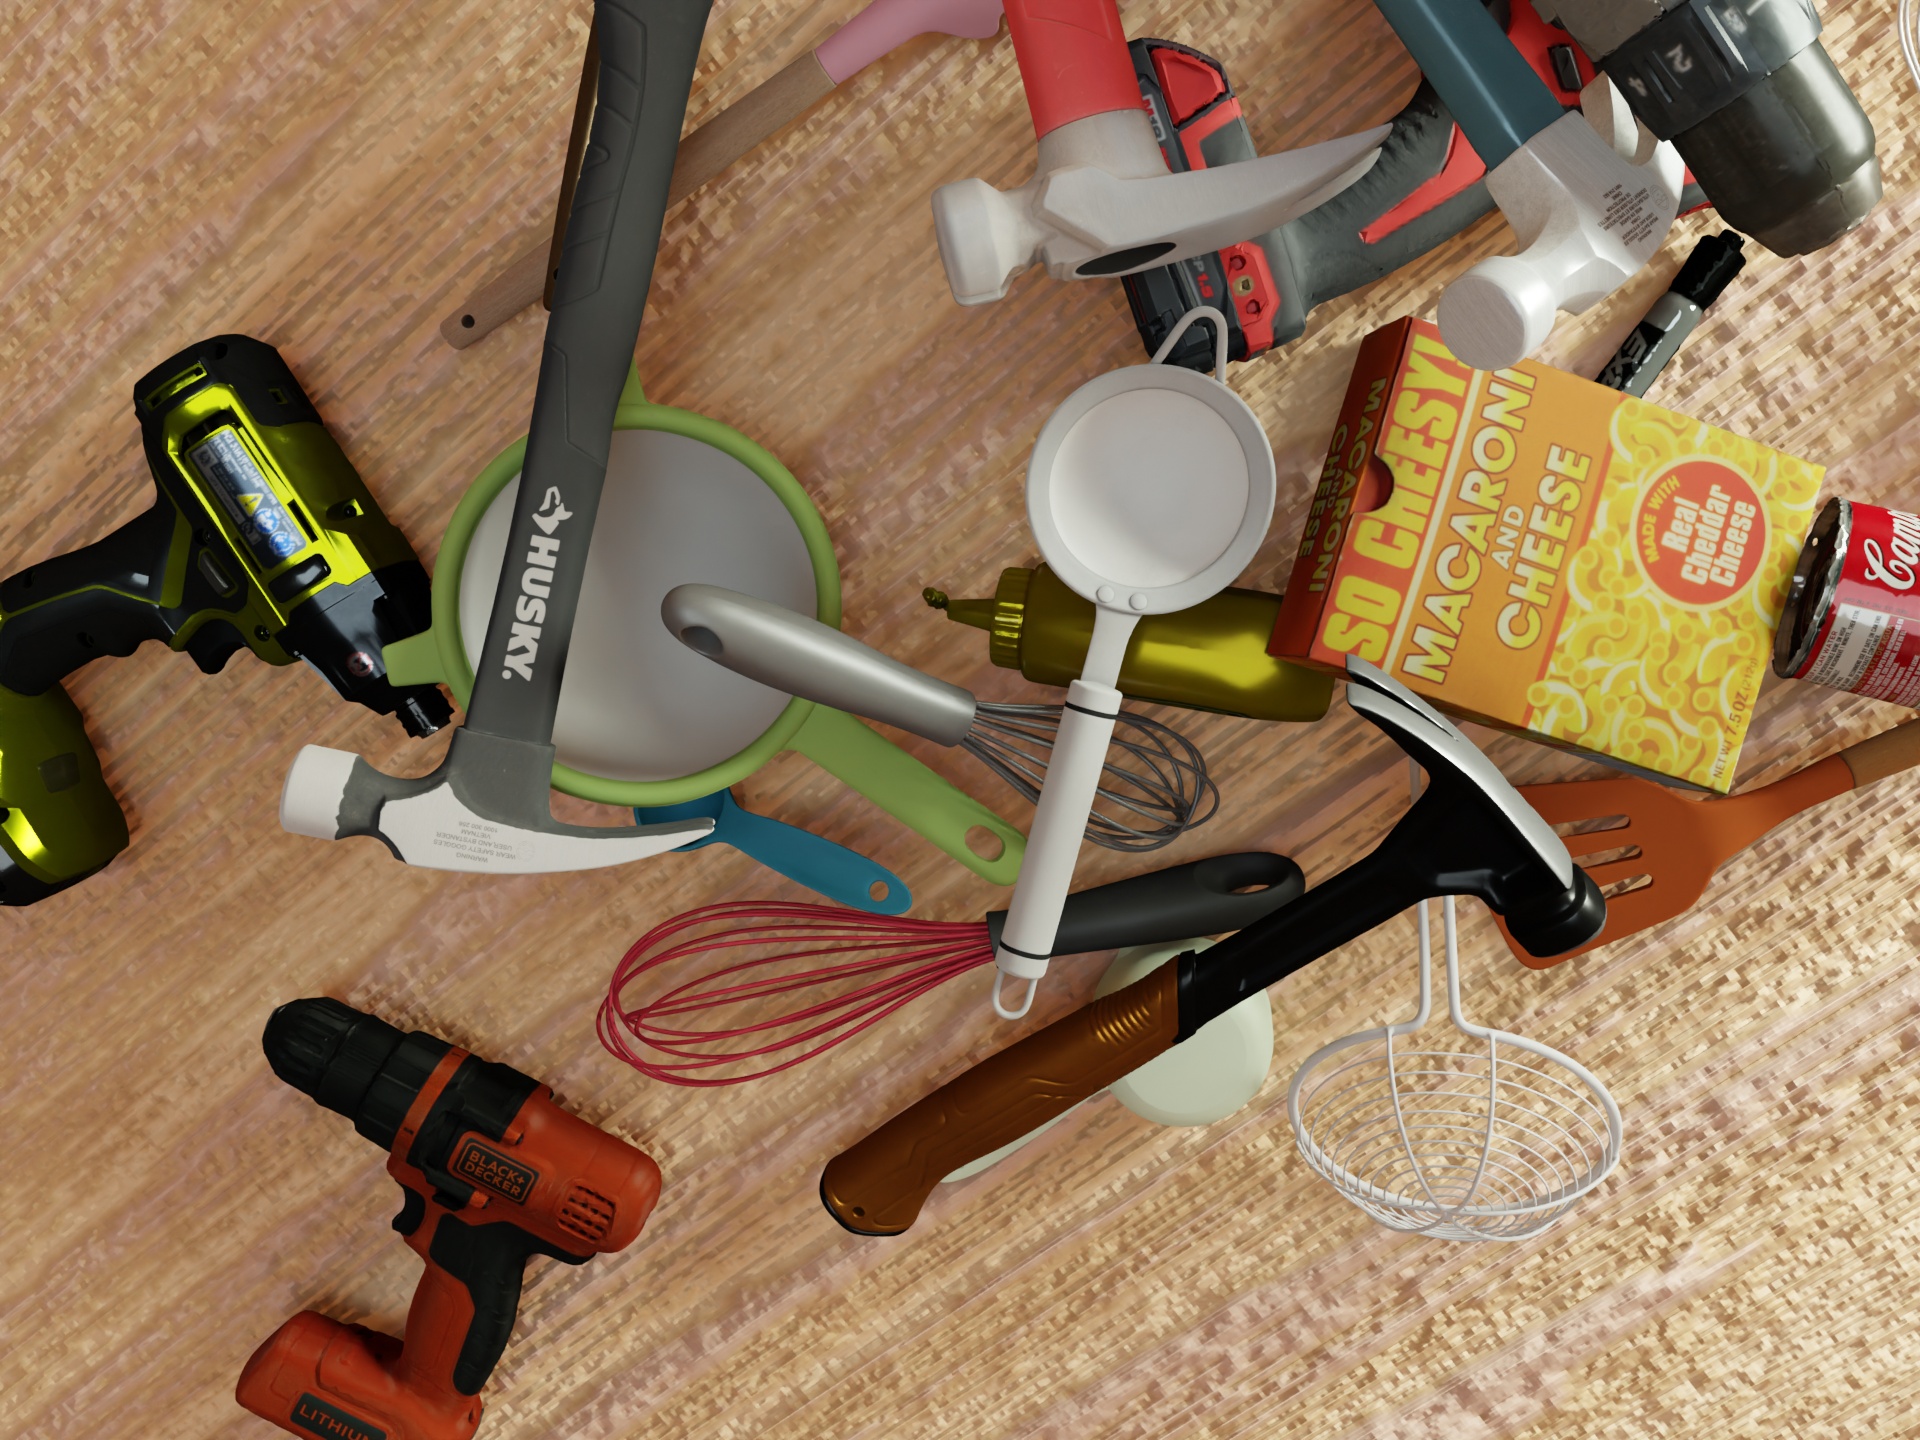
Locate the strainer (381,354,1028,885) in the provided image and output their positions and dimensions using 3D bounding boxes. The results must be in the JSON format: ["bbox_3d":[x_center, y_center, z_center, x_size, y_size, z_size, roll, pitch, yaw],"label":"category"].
[{"bbox_3d":[-0.081,-0.015,0.631,0.256,0.069,0.151,35,88,-11],"label":"strainer"}]

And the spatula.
[{"bbox_3d":[0.357,0.008,0.610,0.322,0.041,0.081,-23,97,6],"label":"spatula"}]

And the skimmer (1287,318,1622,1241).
[{"bbox_3d":[0.186,0.032,0.628,0.127,0.090,0.363,-3,92,21],"label":"skimmer"}]

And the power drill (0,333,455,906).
[{"bbox_3d":[-0.329,-0.026,0.649,0.223,0.080,0.171,-30,97,8],"label":"power drill"}]

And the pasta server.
[{"bbox_3d":[-0.071,-0.230,0.603,0.316,0.040,0.060,-30,98,15],"label":"pasta server"}]

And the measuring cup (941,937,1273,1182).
[{"bbox_3d":[0.054,0.155,0.663,0.167,0.038,0.083,-34,97,10],"label":"measuring cup"}]

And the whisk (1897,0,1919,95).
[{"bbox_3d":[0.370,-0.161,0.560,0.059,0.058,0.246,-19,105,-15],"label":"whisk"}]

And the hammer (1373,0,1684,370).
[{"bbox_3d":[0.102,-0.265,0.476,0.128,0.033,0.331,-36,90,-28],"label":"hammer"}]

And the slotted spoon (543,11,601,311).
[{"bbox_3d":[-0.116,-0.304,0.579,0.070,0.031,0.313,15,100,3],"label":"slotted spoon"}]

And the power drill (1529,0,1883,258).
[{"bbox_3d":[0.251,-0.260,0.475,0.227,0.080,0.188,-40,96,-23],"label":"power drill"}]

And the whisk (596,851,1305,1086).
[{"bbox_3d":[-0.006,0.093,0.648,0.296,0.073,0.073,-12,101,3],"label":"whisk"}]

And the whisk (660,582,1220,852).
[{"bbox_3d":[0.000,-0.002,0.588,0.238,0.055,0.055,21,105,-27],"label":"whisk"}]

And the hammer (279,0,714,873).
[{"bbox_3d":[-0.131,-0.108,0.564,0.146,0.035,0.335,12,91,-9],"label":"hammer"}]

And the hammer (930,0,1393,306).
[{"bbox_3d":[0.021,-0.334,0.514,0.143,0.038,0.386,-14,85,1],"label":"hammer"}]

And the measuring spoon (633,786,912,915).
[{"bbox_3d":[-0.075,0.051,0.651,0.129,0.021,0.042,23,83,16],"label":"measuring spoon"}]

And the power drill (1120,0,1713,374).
[{"bbox_3d":[0.155,-0.216,0.557,0.219,0.078,0.143,-19,100,7],"label":"power drill"}]

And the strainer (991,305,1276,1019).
[{"bbox_3d":[0.048,-0.016,0.563,0.087,0.050,0.258,14,97,-6],"label":"strainer"}]

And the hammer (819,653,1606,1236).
[{"bbox_3d":[0.061,0.111,0.603,0.337,0.034,0.127,-38,107,28],"label":"hammer"}]
